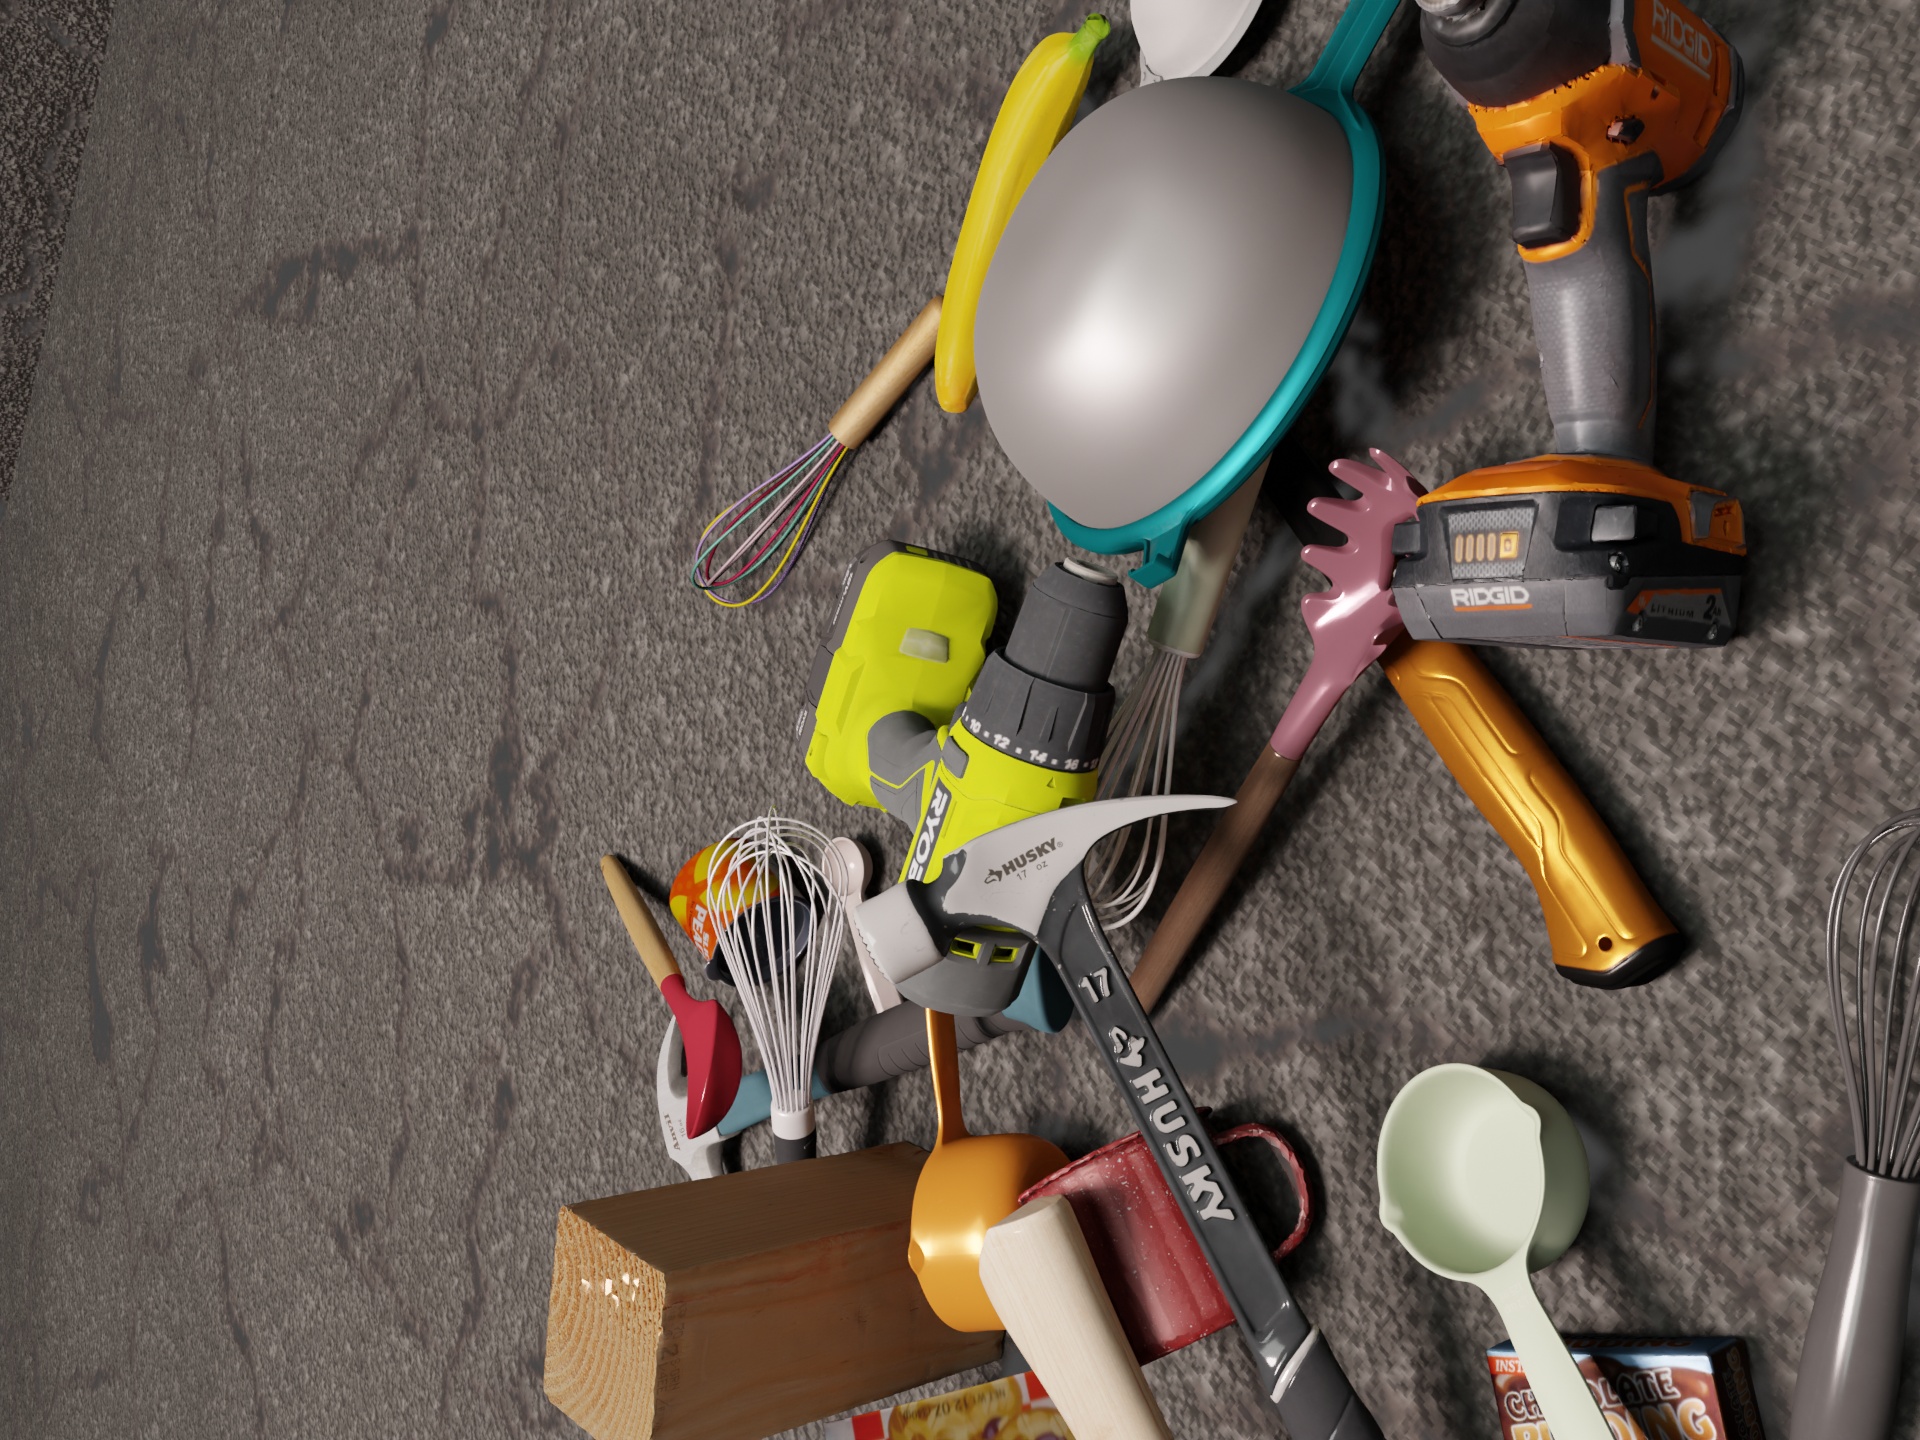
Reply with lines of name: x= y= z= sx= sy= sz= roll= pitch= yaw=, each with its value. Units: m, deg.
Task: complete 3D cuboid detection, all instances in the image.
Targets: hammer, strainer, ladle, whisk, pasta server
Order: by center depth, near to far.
whisk: x=0.287 y=0.142 z=0.495 sx=0.055 sy=0.055 sz=0.239 roll=13 pitch=100 yaw=46
hammer: x=0.118 y=0.215 z=0.588 sx=0.149 sy=0.036 sz=0.409 roll=-28 pitch=84 yaw=0
hammer: x=0.117 y=0.374 z=0.595 sx=0.146 sy=0.038 sz=0.411 roll=-31 pitch=80 yaw=40
hammer: x=0.177 y=-0.048 z=0.630 sx=0.127 sy=0.034 sz=0.337 roll=-48 pitch=55 yaw=34
strainer: x=0.097 y=-0.235 z=0.638 sx=0.340 sy=0.095 sz=0.211 roll=-60 pitch=26 yaw=16
pasta server: x=0.115 y=0.032 z=0.653 sx=0.316 sy=0.040 sz=0.060 roll=-67 pitch=33 yaw=34
whisk: x=0.087 y=-0.024 z=0.671 sx=0.059 sy=0.057 sz=0.246 roll=27 pitch=105 yaw=35
strainer: x=0.075 y=-0.274 z=0.749 sx=0.258 sy=0.050 sz=0.087 roll=-62 pitch=33 yaw=28
whisk: x=-0.087 y=0.175 z=0.809 sx=0.070 sy=0.070 sz=0.284 roll=24 pitch=123 yaw=45
hammer: x=-0.061 y=0.185 z=0.856 sx=0.331 sy=0.033 sz=0.128 roll=-30 pitch=76 yaw=40
whisk: x=-0.082 y=-0.150 z=0.902 sx=0.245 sy=0.051 sz=0.047 roll=-44 pitch=52 yaw=32
ladle: x=-0.176 y=0.145 z=0.933 sx=0.316 sy=0.031 sz=0.069 roll=39 pitch=116 yaw=60

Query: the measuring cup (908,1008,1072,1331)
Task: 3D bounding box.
measuring cup: x=0.017 y=0.193 z=0.737 sx=0.052 sy=0.095 sz=0.174 roll=-12 pitch=82 yaw=32

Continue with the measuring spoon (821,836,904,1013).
measuring spoon: x=-0.045 y=0.122 z=0.869 sx=0.034 sy=0.018 sz=0.124 roll=-31 pitch=73 yaw=40

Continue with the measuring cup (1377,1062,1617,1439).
measuring cup: x=0.206 y=0.200 z=0.558 sx=0.083 sy=0.038 sz=0.168 roll=-52 pitch=41 yaw=36

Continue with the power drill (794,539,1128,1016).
power drill: x=-0.001 y=-0.002 z=0.721 sx=0.229 sy=0.080 sz=0.190 roll=-129 pitch=55 yaw=-63

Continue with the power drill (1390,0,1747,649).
power drill: x=0.196 y=-0.139 z=0.523 sx=0.084 sy=0.164 sz=0.226 roll=1 pitch=91 yaw=46
